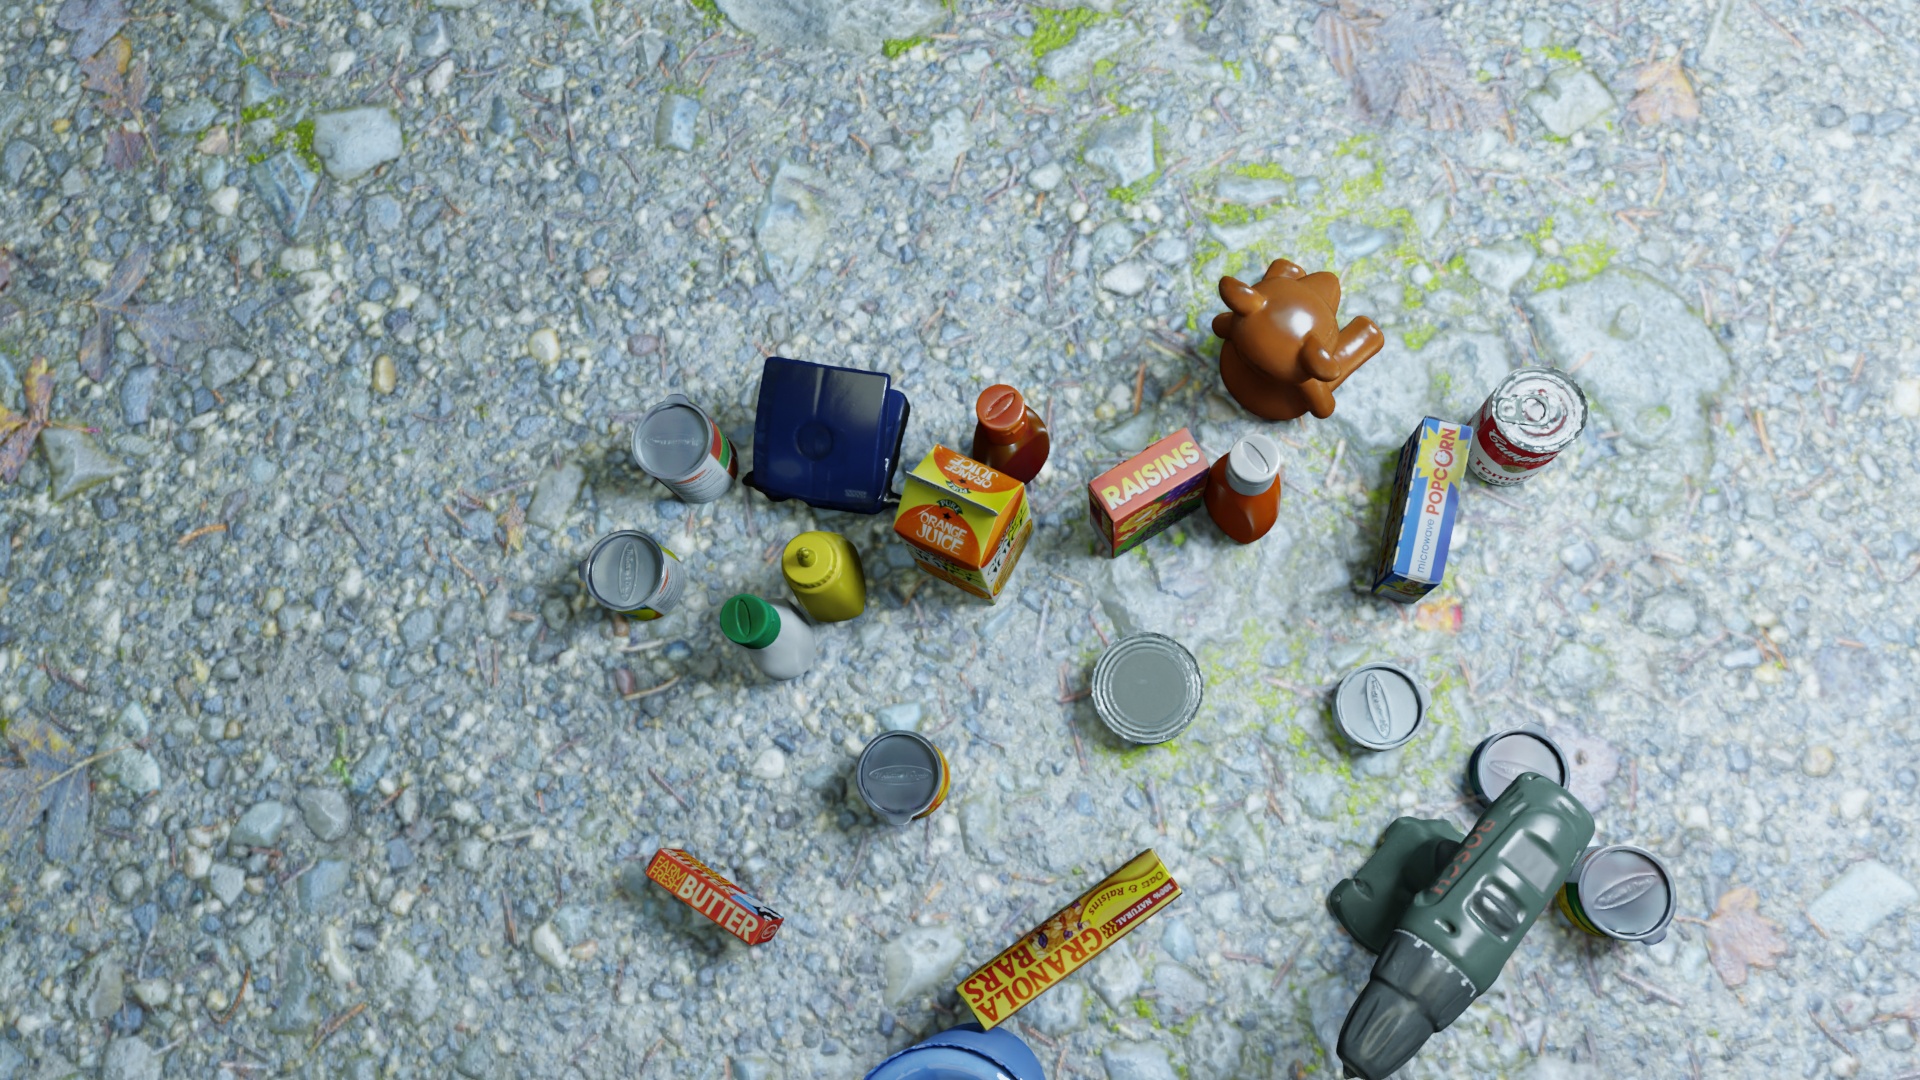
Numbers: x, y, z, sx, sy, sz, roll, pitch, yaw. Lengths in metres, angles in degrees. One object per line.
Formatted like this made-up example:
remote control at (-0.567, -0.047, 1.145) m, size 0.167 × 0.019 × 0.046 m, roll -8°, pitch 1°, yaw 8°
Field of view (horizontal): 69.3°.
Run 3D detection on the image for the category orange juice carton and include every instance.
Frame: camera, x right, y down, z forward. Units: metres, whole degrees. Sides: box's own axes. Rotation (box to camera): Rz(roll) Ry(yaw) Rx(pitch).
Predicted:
orange juice carton at (0.004, -0.013, 1.042) m, size 0.072 × 0.192 × 0.073 m, roll 26°, pitch 81°, yaw 11°

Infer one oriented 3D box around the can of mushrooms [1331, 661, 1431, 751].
can of mushrooms at (0.320, 0.127, 1.057) m, size 0.071 × 0.033 × 0.071 m, roll -1°, pitch 77°, yaw 6°

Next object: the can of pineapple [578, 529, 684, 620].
can of pineapple at (-0.265, 0.029, 1.130) m, size 0.071 × 0.057 × 0.071 m, roll -1°, pitch 77°, yaw 6°

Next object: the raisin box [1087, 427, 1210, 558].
raisin box at (0.144, -0.035, 1.068) m, size 0.086 × 0.123 × 0.040 m, roll -30°, pitch 76°, yaw -1°

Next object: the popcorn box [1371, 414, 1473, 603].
popcorn box at (0.352, -0.022, 1.063) m, size 0.038 × 0.085 × 0.127 m, roll 14°, pitch 79°, yaw 9°

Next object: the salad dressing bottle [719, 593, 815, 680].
salad dressing bottle at (-0.147, 0.070, 1.061) m, size 0.044 × 0.147 × 0.064 m, roll -12°, pitch 76°, yaw 3°

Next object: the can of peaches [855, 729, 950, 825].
can of peaches at (-0.043, 0.184, 1.070) m, size 0.071 × 0.058 × 0.071 m, roll -1°, pitch 77°, yaw 6°

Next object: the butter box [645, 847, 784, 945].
butter box at (-0.189, 0.273, 1.066) m, size 0.103 × 0.053 × 0.024 m, roll 30°, pitch 82°, yaw 12°

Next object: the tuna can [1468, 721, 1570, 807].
tuna can at (0.417, 0.172, 1.037) m, size 0.071 × 0.032 × 0.071 m, roll -1°, pitch 77°, yaw 6°

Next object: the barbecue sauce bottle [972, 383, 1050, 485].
barbecue sauce bottle at (0.037, -0.080, 1.077) m, size 0.065 × 0.148 × 0.044 m, roll -42°, pitch 77°, yaw -4°

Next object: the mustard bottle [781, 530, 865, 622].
mustard bottle at (-0.107, 0.022, 1.062) m, size 0.049 × 0.160 × 0.065 m, roll -9°, pitch 76°, yaw 4°

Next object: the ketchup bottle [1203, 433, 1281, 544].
ketchup bottle at (0.215, -0.041, 1.049) m, size 0.043 × 0.148 × 0.065 m, roll -36°, pitch 76°, yaw -2°

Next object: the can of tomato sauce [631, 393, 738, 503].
can of tomato sauce at (-0.224, -0.073, 1.137) m, size 0.071 × 0.083 × 0.071 m, roll -1°, pitch 77°, yaw 6°

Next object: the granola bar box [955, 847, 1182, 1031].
granola bar box at (0.081, 0.284, 0.999) m, size 0.165 × 0.124 × 0.039 m, roll -35°, pitch 76°, yaw -3°

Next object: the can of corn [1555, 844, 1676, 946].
can of corn at (0.471, 0.255, 0.998) m, size 0.071 × 0.058 × 0.071 m, roll -1°, pitch 77°, yaw 6°
